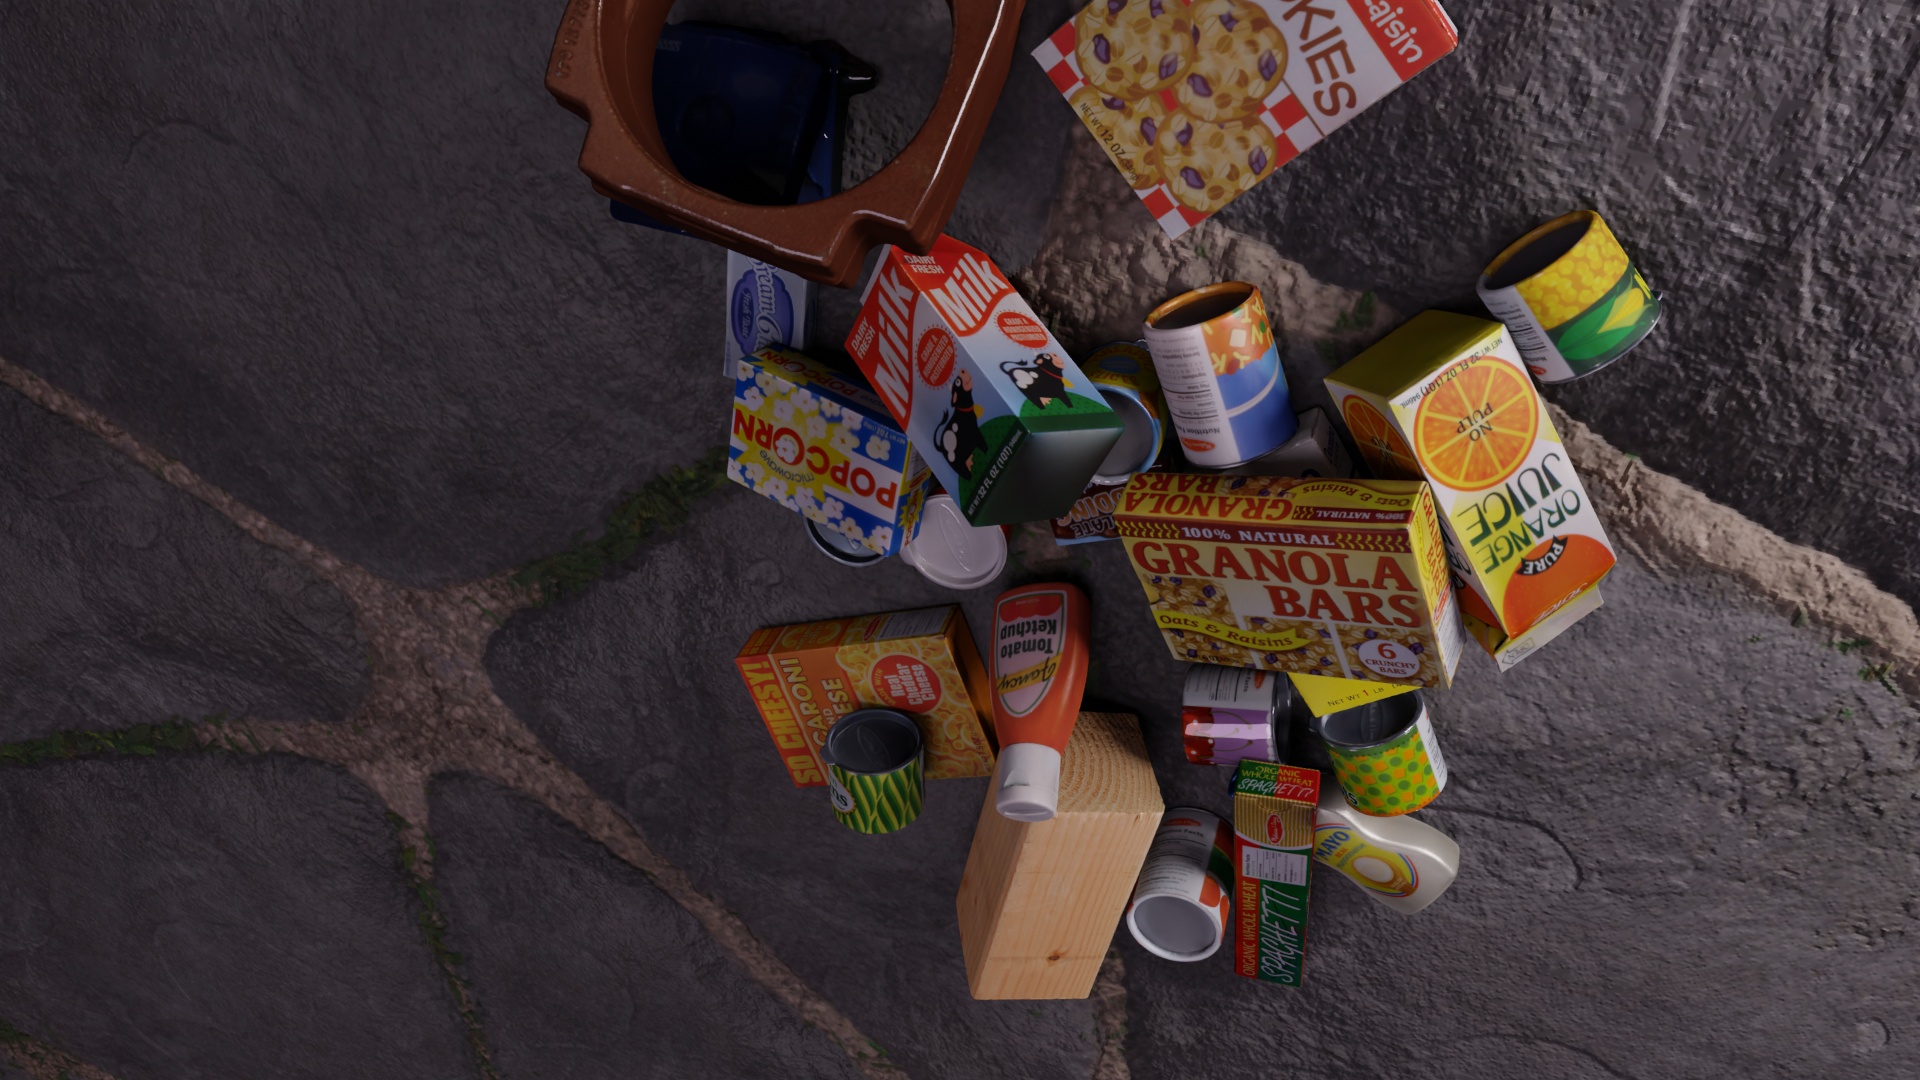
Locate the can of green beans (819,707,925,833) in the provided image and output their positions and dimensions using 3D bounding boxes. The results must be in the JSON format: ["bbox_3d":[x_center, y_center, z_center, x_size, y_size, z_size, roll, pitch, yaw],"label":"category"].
[{"bbox_3d":[-0.057,0.157,0.947,0.071,0.071,0.057,10,126,15],"label":"can of green beans"}]

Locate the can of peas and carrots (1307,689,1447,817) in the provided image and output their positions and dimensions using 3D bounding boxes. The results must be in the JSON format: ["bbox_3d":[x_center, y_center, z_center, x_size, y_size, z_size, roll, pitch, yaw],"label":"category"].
[{"bbox_3d":[0.259,0.129,0.861,0.071,0.071,0.058,-13,116,27],"label":"can of peas and carrots"}]

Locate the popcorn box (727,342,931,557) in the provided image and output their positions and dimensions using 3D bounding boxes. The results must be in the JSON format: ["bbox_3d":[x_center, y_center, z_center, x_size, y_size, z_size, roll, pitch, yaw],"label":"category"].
[{"bbox_3d":[-0.078,-0.055,0.837,0.127,0.038,0.084,26,125,21],"label":"popcorn box"}]

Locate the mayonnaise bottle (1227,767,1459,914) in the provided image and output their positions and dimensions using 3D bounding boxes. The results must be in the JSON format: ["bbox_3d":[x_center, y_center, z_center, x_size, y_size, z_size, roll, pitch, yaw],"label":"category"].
[{"bbox_3d":[0.250,0.190,0.919,0.148,0.041,0.064,29,131,1],"label":"mayonnaise bottle"}]

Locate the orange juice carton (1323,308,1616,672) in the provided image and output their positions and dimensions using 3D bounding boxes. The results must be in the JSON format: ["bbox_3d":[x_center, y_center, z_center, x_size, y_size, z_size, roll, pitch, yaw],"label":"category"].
[{"bbox_3d":[0.278,-0.021,0.739,0.072,0.073,0.192,-34,108,-2],"label":"orange juice carton"}]

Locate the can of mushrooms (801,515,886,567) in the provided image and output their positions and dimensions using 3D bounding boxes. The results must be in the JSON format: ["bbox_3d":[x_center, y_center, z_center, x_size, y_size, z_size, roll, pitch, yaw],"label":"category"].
[{"bbox_3d":[-0.065,-0.018,0.910,0.071,0.034,0.070,10,123,15],"label":"can of mushrooms"}]

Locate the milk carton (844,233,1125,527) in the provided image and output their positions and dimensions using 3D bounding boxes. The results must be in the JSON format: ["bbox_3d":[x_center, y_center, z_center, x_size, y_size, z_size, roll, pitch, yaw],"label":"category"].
[{"bbox_3d":[0.000,-0.101,0.778,0.191,0.073,0.072,55,133,30],"label":"milk carton"}]

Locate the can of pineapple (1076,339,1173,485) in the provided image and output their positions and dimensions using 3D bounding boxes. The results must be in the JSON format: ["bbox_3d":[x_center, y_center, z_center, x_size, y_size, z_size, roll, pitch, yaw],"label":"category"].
[{"bbox_3d":[0.089,-0.075,0.800,0.071,0.058,0.070,10,124,15],"label":"can of pineapple"}]

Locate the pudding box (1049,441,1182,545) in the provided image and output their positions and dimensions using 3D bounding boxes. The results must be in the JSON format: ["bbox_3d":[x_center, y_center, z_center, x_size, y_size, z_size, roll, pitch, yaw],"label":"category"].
[{"bbox_3d":[0.094,-0.028,0.846,0.083,0.030,0.049,-6,120,24],"label":"pudding box"}]

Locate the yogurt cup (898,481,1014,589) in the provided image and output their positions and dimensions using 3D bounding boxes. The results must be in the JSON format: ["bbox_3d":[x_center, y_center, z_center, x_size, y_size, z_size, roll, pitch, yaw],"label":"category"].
[{"bbox_3d":[0.003,-0.011,0.876,0.072,0.054,0.072,10,124,15],"label":"yogurt cup"}]

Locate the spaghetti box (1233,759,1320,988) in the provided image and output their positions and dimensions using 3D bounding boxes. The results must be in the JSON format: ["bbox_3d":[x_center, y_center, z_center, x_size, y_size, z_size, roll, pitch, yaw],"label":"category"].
[{"bbox_3d":[0.208,0.229,0.927,0.050,0.029,0.248,7,139,17],"label":"spaghetti box"}]

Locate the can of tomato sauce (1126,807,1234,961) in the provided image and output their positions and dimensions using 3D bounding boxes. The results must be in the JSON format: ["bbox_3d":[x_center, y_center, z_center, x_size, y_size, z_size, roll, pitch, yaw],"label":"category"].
[{"bbox_3d":[0.156,0.239,0.959,0.071,0.083,0.070,10,124,15],"label":"can of tomato sauce"}]

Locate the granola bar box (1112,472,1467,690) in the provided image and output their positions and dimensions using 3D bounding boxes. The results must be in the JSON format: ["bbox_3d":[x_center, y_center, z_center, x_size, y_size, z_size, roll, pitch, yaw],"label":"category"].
[{"bbox_3d":[0.179,0.021,0.759,0.165,0.039,0.123,4,137,35],"label":"granola bar box"}]

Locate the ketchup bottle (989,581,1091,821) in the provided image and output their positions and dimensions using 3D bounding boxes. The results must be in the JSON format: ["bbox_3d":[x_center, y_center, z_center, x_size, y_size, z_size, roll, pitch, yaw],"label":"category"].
[{"bbox_3d":[0.047,0.100,0.871,0.064,0.149,0.043,-10,145,26],"label":"ketchup bottle"}]

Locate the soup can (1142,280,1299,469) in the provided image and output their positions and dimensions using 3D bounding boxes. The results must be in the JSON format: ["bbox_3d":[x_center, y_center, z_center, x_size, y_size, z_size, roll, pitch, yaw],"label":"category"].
[{"bbox_3d":[0.145,-0.093,0.765,0.071,0.072,0.083,-10,116,26],"label":"soup can"}]

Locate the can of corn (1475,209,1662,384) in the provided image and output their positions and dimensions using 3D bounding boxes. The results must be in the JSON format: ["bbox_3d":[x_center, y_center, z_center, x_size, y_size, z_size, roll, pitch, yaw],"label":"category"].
[{"bbox_3d":[0.301,-0.122,0.686,0.071,0.071,0.058,-32,106,33],"label":"can of corn"}]

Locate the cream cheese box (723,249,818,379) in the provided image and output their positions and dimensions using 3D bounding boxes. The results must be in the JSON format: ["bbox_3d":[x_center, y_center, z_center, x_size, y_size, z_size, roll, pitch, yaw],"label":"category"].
[{"bbox_3d":[-0.117,-0.142,0.856,0.053,0.024,0.103,15,125,10],"label":"cream cheese box"}]

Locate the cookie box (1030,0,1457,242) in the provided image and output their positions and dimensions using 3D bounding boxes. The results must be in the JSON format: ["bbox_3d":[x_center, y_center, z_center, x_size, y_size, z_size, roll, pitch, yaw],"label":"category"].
[{"bbox_3d":[0.138,-0.245,0.684,0.167,0.040,0.123,-31,107,33],"label":"cookie box"}]

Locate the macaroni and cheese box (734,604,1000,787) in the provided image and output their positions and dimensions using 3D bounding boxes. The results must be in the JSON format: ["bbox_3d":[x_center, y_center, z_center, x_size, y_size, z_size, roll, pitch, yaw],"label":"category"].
[{"bbox_3d":[-0.061,0.114,0.989,0.166,0.040,0.123,-8,118,24],"label":"macaroni and cheese box"}]

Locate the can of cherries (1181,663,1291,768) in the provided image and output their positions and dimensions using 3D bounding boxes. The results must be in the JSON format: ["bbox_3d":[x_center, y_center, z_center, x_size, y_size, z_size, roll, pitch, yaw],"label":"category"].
[{"bbox_3d":[0.176,0.113,0.882,0.058,0.072,0.071,-1,120,22],"label":"can of cherries"}]
